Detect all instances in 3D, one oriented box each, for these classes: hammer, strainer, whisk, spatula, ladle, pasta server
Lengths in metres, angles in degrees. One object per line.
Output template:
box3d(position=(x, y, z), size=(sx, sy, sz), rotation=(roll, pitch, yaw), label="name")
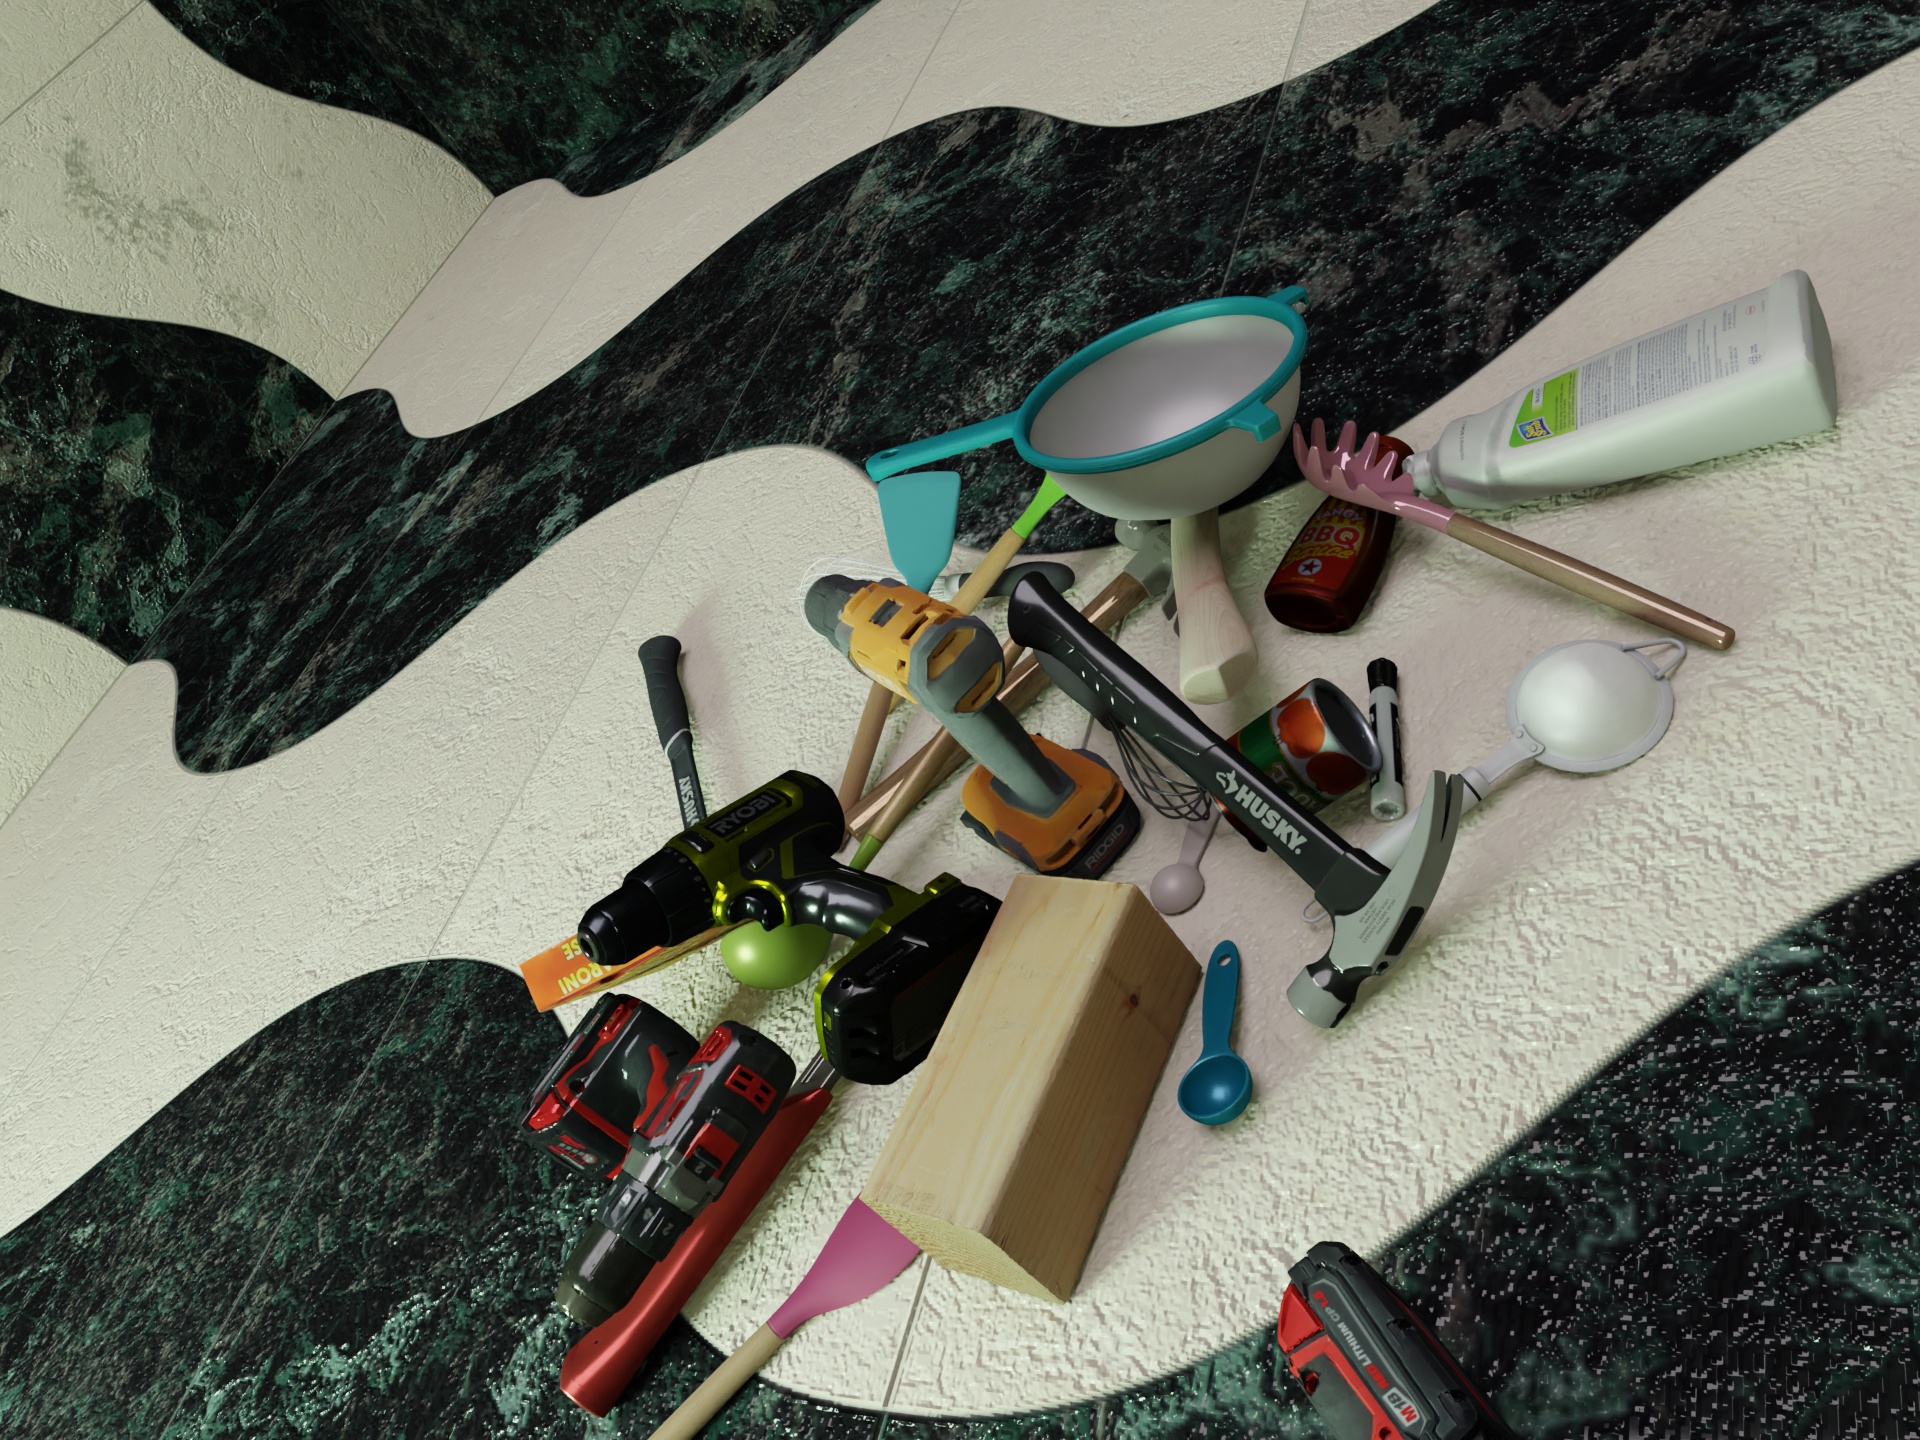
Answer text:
box3d(position=(0.137, 0.010, 0.912), size=(0.335, 0.035, 0.146), rotation=(45, 112, 37), label="hammer")
box3d(position=(0.094, -0.191, 1.139), size=(0.340, 0.095, 0.211), rotation=(-11, 36, 28), label="strainer")
box3d(position=(-0.027, -0.107, 1.316), size=(0.285, 0.070, 0.070), rotation=(-1, 50, 36), label="whisk")
box3d(position=(-0.062, -0.049, 1.241), size=(0.082, 0.044, 0.318), rotation=(0, 63, 33), label="spatula")
box3d(position=(0.290, 0.030, 0.876), size=(0.258, 0.050, 0.087), rotation=(-40, 49, 6), label="strainer")
box3d(position=(-0.054, 0.056, 1.121), size=(0.062, 0.078, 0.320), rotation=(32, 79, 22), label="ladle")
box3d(position=(0.322, -0.116, 0.963), size=(0.060, 0.040, 0.316), rotation=(-17, 35, -32), label="pasta server")
box3d(position=(-0.245, 0.035, 1.377), size=(0.149, 0.036, 0.409), rotation=(-37, 34, 6), label="hammer")
box3d(position=(0.105, -0.003, 1.044), size=(0.055, 0.055, 0.239), rotation=(-41, 36, 0), label="whisk")
box3d(position=(-0.115, 0.271, 0.992), size=(0.149, 0.036, 0.359), rotation=(15, 61, 50), label="hammer")
box3d(position=(0.045, -0.025, 1.171), size=(0.331, 0.031, 0.130), rotation=(-42, 34, -1), label="hammer")
box3d(position=(0.161, -0.151, 1.152), size=(0.146, 0.038, 0.411), rotation=(-14, 37, 18), label="hammer")

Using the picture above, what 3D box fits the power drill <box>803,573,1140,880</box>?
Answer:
box3d(position=(-0.002, -0.003, 1.018), size=(0.084, 0.226, 0.185), rotation=(-47, 35, -10), label="power drill")

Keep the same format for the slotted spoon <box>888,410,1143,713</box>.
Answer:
box3d(position=(0.030, -0.124, 1.238), size=(0.313, 0.031, 0.070), rotation=(-51, 43, 12), label="slotted spoon")

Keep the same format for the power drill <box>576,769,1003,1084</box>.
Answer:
box3d(position=(-0.102, 0.124, 0.968), size=(0.229, 0.080, 0.190), rotation=(25, 42, 37), label="power drill")

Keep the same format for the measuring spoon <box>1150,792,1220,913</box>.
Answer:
box3d(position=(0.145, 0.065, 0.989), size=(0.034, 0.018, 0.124), rotation=(-6, 47, 40), label="measuring spoon")

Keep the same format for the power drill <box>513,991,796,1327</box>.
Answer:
box3d(position=(-0.207, 0.266, 0.998), size=(0.188, 0.080, 0.227), rotation=(-55, 23, -19), label="power drill")

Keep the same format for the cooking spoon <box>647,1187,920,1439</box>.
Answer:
box3d(position=(-0.124, 0.367, 0.908), size=(0.319, 0.017, 0.069), rotation=(-45, 34, -7), label="cooking spoon")

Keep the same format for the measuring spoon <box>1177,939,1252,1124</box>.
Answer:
box3d(position=(0.146, 0.173, 0.876), size=(0.042, 0.021, 0.129), rotation=(-21, 30, 27), label="measuring spoon")

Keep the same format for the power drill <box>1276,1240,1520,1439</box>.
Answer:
box3d(position=(0.118, 0.334, 0.670), size=(0.219, 0.078, 0.143), rotation=(-43, 34, 2), label="power drill")
